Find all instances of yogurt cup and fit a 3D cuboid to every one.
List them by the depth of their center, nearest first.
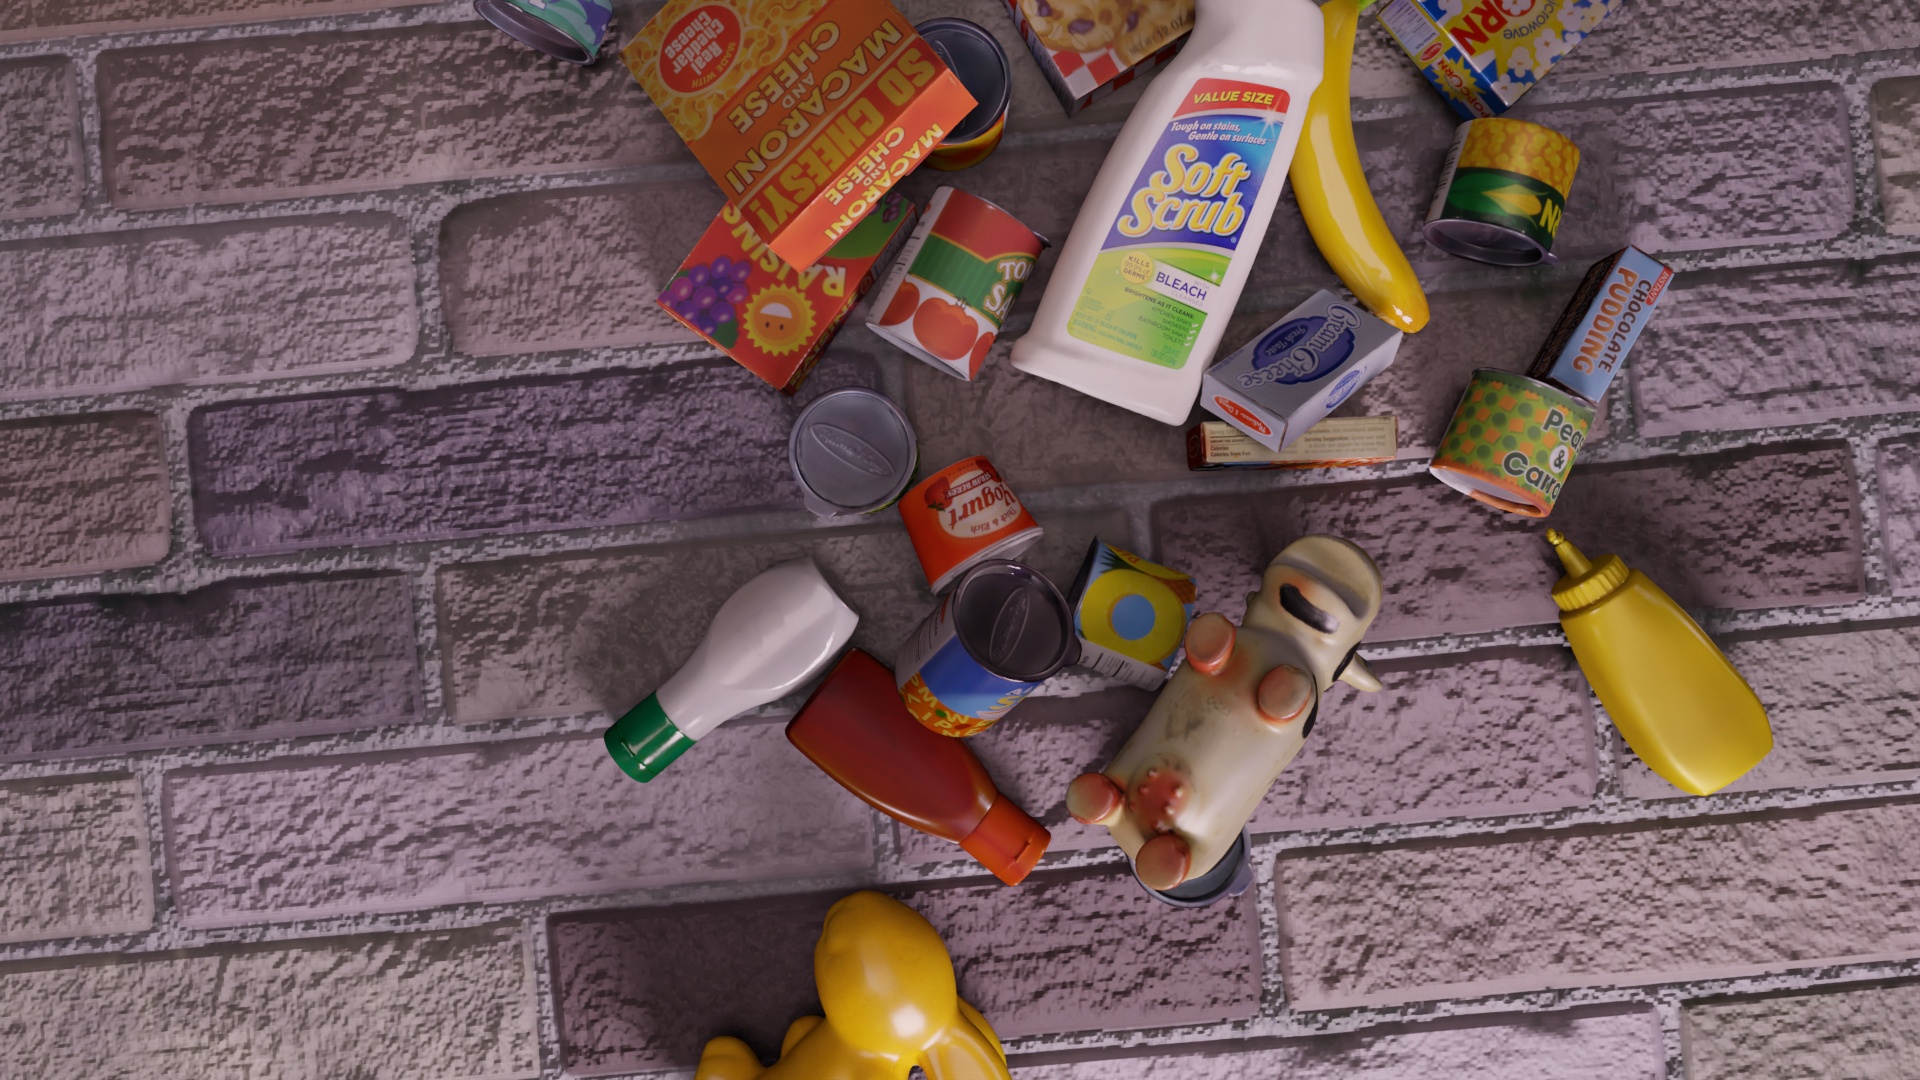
[{"bbox_3d":[0.003,-0.009,0.738,0.072,0.072,0.054,-30,82,0],"label":"yogurt cup"}]

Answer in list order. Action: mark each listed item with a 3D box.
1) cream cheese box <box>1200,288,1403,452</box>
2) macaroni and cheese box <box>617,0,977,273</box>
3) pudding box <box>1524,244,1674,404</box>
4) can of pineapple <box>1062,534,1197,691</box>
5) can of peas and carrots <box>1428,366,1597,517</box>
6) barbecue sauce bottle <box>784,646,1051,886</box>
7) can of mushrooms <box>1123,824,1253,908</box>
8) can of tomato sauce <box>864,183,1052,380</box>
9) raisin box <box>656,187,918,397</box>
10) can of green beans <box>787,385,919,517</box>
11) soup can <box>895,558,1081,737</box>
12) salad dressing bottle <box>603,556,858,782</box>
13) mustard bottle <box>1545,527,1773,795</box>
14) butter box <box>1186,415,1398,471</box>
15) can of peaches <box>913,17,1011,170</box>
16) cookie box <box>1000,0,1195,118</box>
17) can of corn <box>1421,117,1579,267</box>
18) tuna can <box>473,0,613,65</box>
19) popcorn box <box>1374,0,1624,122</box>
[{"bbox_3d":[0.178,-0.091,0.725,0.104,0.024,0.053,-35,57,-28],"label":"cream cheese box"},{"bbox_3d":[-0.086,-0.236,0.710,0.123,0.040,0.167,-42,63,10],"label":"macaroni and cheese box"},{"bbox_3d":[0.340,-0.112,0.744,0.030,0.049,0.083,31,90,2],"label":"pudding box"},{"bbox_3d":[0.087,0.038,0.735,0.058,0.071,0.071,21,90,0],"label":"can of pineapple"},{"bbox_3d":[0.292,-0.051,0.733,0.071,0.071,0.058,25,91,0],"label":"can of peas and carrots"},{"bbox_3d":[-0.019,0.125,0.746,0.148,0.043,0.065,39,81,0],"label":"barbecue sauce bottle"},{"bbox_3d":[0.123,0.163,0.750,0.071,0.033,0.071,0,89,0],"label":"can of mushrooms"},{"bbox_3d":[-0.001,-0.135,0.737,0.071,0.071,0.083,29,91,0],"label":"can of tomato sauce"},{"bbox_3d":[-0.093,-0.152,0.752,0.086,0.040,0.123,35,89,0],"label":"raisin box"},{"bbox_3d":[-0.056,-0.047,0.740,0.071,0.058,0.071,0,90,0],"label":"can of green beans"},{"bbox_3d":[0.013,0.059,0.715,0.071,0.083,0.071,12,59,-20],"label":"soup can"},{"bbox_3d":[-0.124,0.071,0.747,0.147,0.044,0.064,-39,83,1],"label":"salad dressing bottle"},{"bbox_3d":[0.363,0.057,0.743,0.065,0.049,0.160,-35,89,0],"label":"mustard bottle"},{"bbox_3d":[0.176,-0.051,0.742,0.103,0.053,0.024,-2,89,0],"label":"butter box"},{"bbox_3d":[-0.009,-0.236,0.743,0.071,0.058,0.071,0,90,0],"label":"can of peaches"},{"bbox_3d":[0.070,-0.336,0.753,0.123,0.040,0.167,-31,90,0],"label":"cookie box"},{"bbox_3d":[0.289,-0.183,0.736,0.071,0.071,0.058,18,89,0],"label":"can of corn"},{"bbox_3d":[-0.222,-0.284,0.737,0.071,0.071,0.033,21,89,0],"label":"tuna can"},{"bbox_3d":[0.299,-0.295,0.743,0.127,0.038,0.085,-43,94,-7],"label":"popcorn box"}]
